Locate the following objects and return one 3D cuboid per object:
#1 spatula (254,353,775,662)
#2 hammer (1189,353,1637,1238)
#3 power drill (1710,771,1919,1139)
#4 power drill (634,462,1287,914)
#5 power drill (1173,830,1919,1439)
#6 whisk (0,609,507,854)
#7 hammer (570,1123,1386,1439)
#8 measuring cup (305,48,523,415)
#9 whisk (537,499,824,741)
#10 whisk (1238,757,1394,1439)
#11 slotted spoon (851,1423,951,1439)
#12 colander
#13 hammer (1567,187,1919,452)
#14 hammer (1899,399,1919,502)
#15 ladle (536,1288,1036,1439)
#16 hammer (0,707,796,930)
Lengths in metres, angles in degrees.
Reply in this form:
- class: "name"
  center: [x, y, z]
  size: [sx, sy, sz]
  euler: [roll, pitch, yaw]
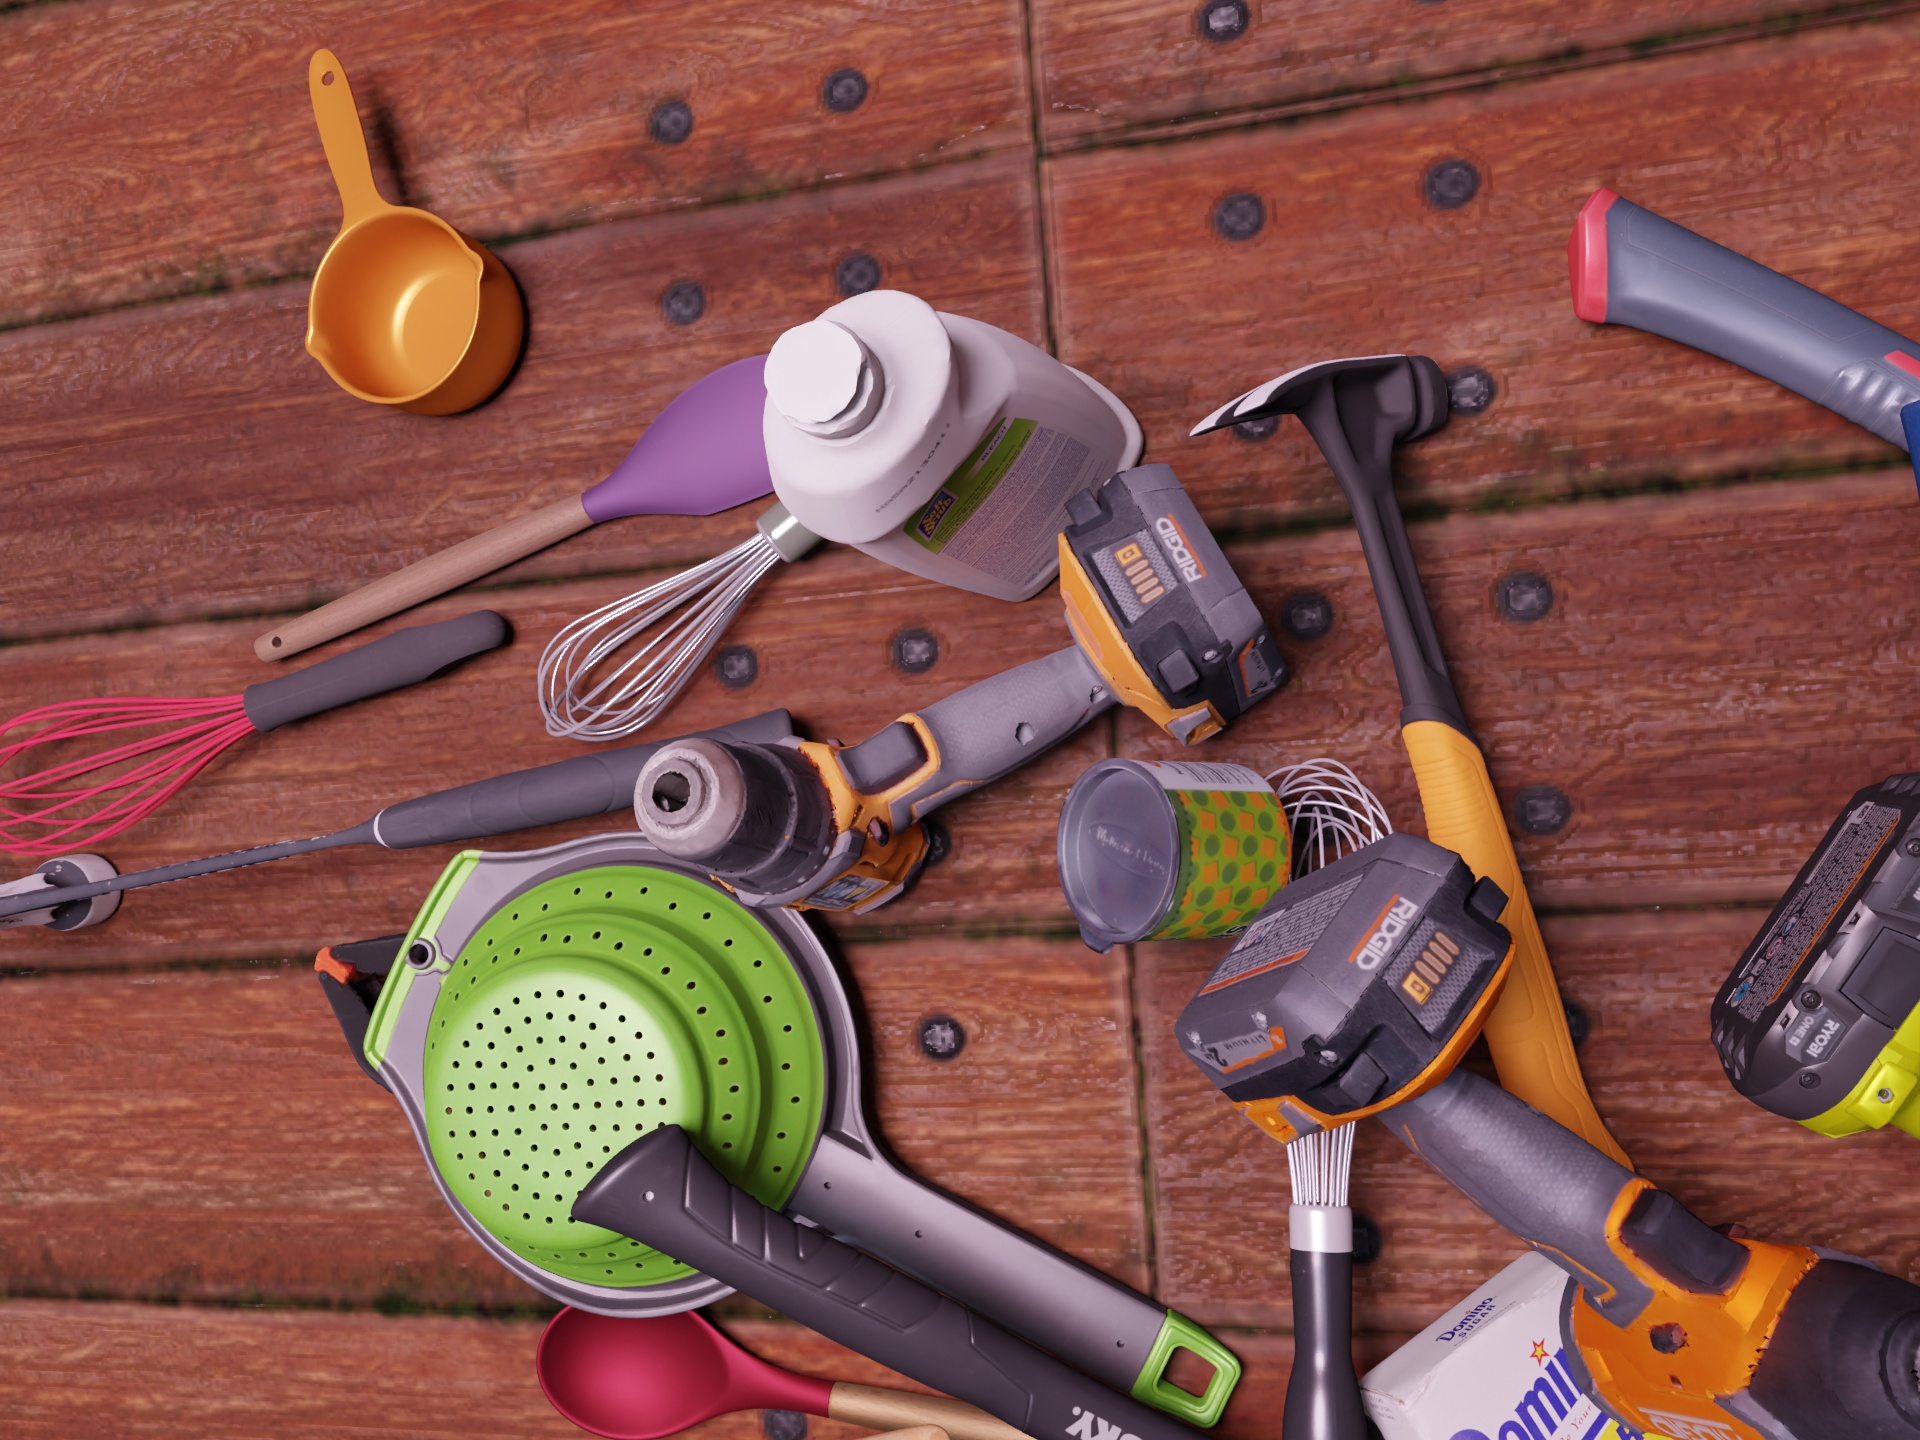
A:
- class: "spatula"
  center: [-0.192, -0.090, 0.728]
  size: [0.316, 0.018, 0.060]
  euler: [-21, 90, 13]
- class: "hammer"
  center: [0.180, 0.031, 0.584]
  size: [0.034, 0.127, 0.337]
  euler: [-17, 90, 48]
- class: "power drill"
  center: [0.399, 0.113, 0.531]
  size: [0.228, 0.080, 0.190]
  euler: [32, 97, 11]
- class: "power drill"
  center: [-0.001, -0.002, 0.589]
  size: [0.226, 0.185, 0.084]
  euler: [-31, 73, 10]
- class: "power drill"
  center: [0.189, 0.139, 0.487]
  size: [0.226, 0.164, 0.084]
  euler: [41, 70, 3]
- class: "whisk"
  center: [-0.348, 0.001, 0.750]
  size: [0.296, 0.073, 0.073]
  euler: [-18, 84, 9]
- class: "hammer"
  center: [0.011, 0.246, 0.586]
  size: [0.334, 0.035, 0.146]
  euler: [29, 82, -6]
- class: "measuring cup"
  center: [-0.258, -0.223, 0.733]
  size: [0.095, 0.052, 0.174]
  euler: [-21, 82, 14]
- class: "whisk"
  center: [-0.086, -0.072, 0.685]
  size: [0.246, 0.059, 0.057]
  euler: [-38, 118, 7]
- class: "whisk"
  center: [0.132, 0.154, 0.590]
  size: [0.070, 0.070, 0.285]
  euler: [-1, 77, 15]
- class: "slotted spoon"
  center: [-0.097, 0.309, 0.621]
  size: [0.313, 0.031, 0.070]
  euler: [-39, 84, 42]
- class: "colander"
  center: [-0.074, 0.183, 0.631]
  size: [0.397, 0.094, 0.204]
  euler: [26, 91, 8]
- class: "hammer"
  center: [0.397, -0.097, 0.554]
  size: [0.386, 0.038, 0.143]
  euler: [34, 96, 14]
- class: "hammer"
  center: [0.331, 0.101, 0.488]
  size: [0.144, 0.035, 0.405]
  euler: [-8, 90, 11]
- class: "ladle"
  center: [-0.029, 0.291, 0.671]
  size: [0.315, 0.031, 0.069]
  euler: [5, 94, 14]
- class: "hammer"
  center: [-0.265, 0.049, 0.700]
  size: [0.409, 0.149, 0.036]
  euler: [-12, 91, 8]
